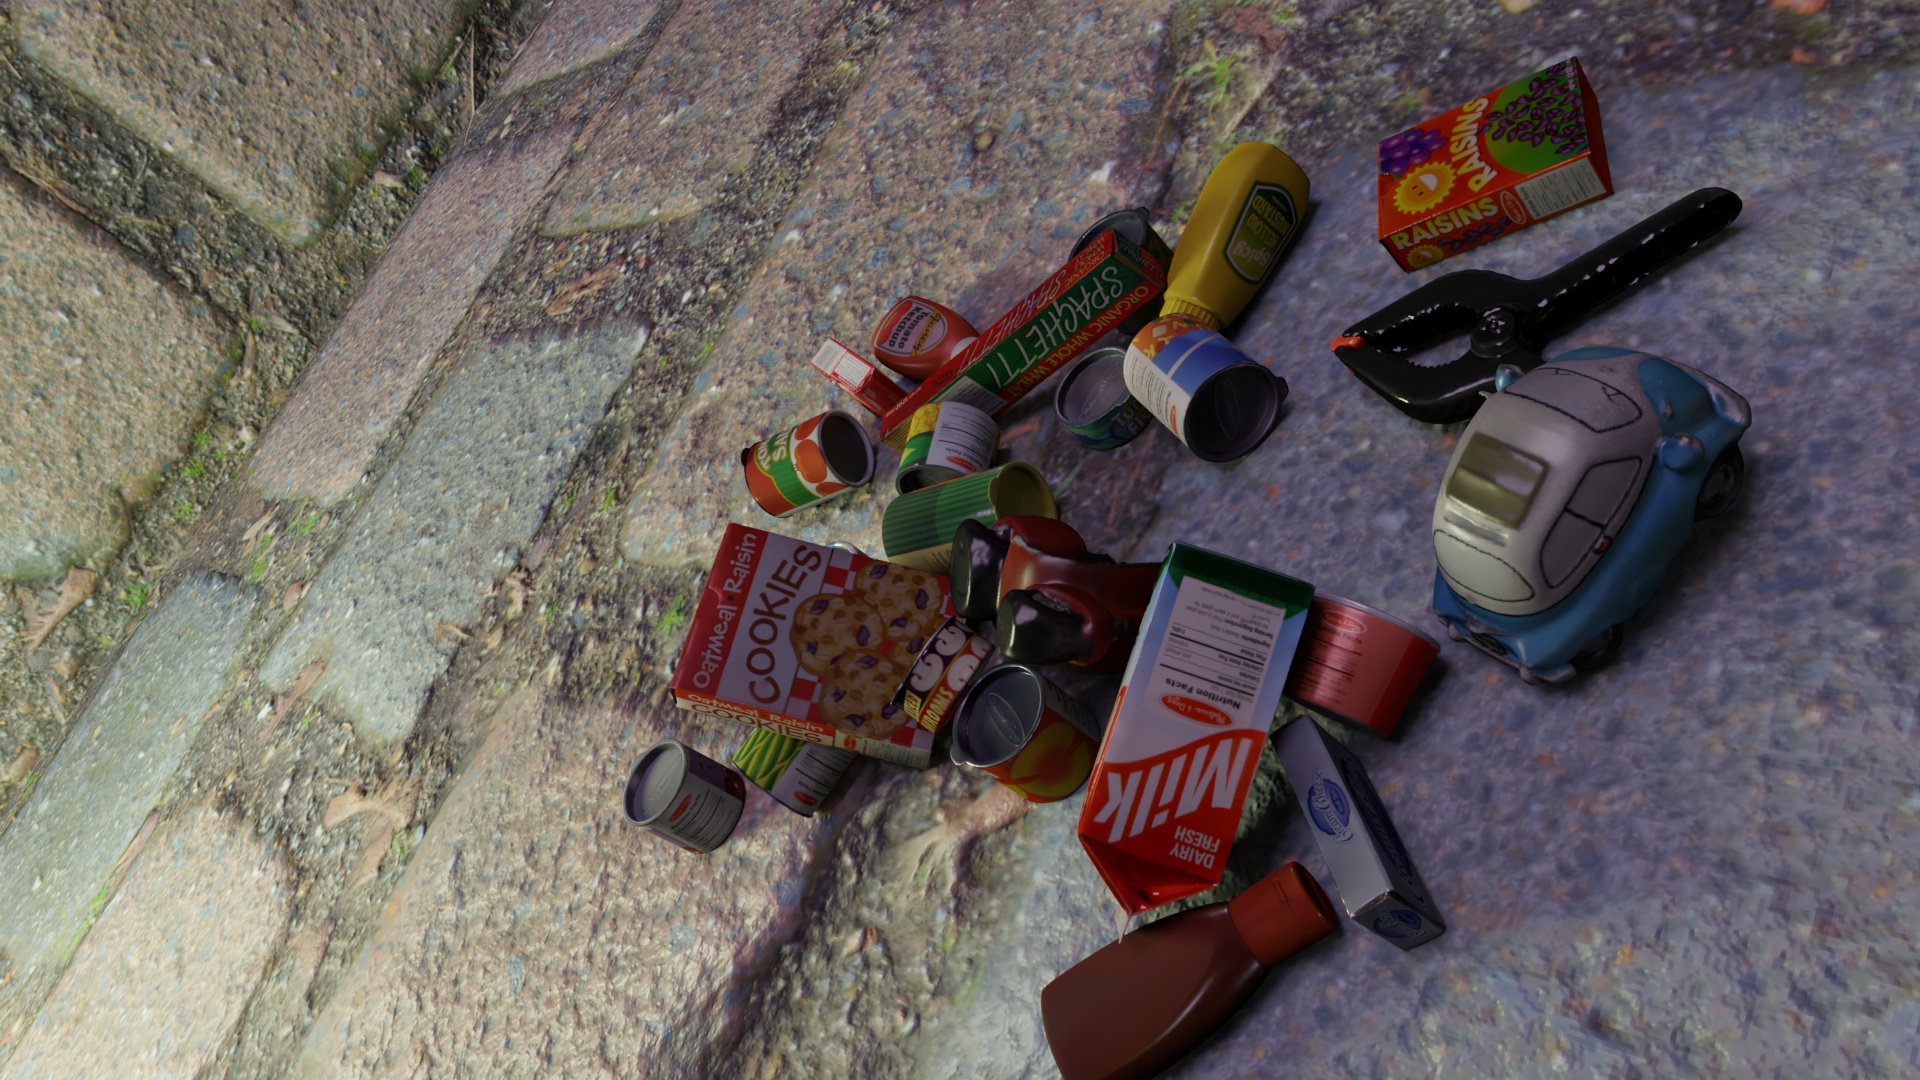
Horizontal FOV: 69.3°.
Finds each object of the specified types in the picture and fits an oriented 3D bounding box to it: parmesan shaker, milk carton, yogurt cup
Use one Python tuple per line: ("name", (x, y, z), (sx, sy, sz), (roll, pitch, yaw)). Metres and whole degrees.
("parmesan shaker", (0.003, -0.012, 0.935), (0.103, 0.071, 0.071), (-14, 51, 39))
("milk carton", (0.108, 0.102, 0.690), (0.073, 0.072, 0.190), (18, 86, 7))
("yogurt cup", (0.194, 0.062, 0.685), (0.072, 0.072, 0.054), (19, 83, 51))

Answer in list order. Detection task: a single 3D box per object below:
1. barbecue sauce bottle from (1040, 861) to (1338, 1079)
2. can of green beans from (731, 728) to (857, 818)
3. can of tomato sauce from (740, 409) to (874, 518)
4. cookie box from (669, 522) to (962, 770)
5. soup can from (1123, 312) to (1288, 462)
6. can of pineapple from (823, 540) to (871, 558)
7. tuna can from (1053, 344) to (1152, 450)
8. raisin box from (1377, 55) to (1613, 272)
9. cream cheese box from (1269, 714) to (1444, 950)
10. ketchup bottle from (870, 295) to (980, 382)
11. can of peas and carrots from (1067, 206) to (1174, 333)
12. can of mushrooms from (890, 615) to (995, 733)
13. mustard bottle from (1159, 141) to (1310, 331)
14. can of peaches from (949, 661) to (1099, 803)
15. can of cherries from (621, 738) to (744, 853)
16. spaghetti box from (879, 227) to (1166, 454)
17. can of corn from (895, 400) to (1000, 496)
("barbecue sauce bottle", (0.109, 0.208, 0.666), (0.148, 0.043, 0.065), (-38, 39, 16))
("can of green beans", (-0.109, 0.142, 0.926), (0.058, 0.071, 0.071), (-54, 37, -5))
("can of tomato sauce", (-0.121, -0.062, 1.107), (0.083, 0.071, 0.071), (-20, 47, 34))
("cookie box", (-0.088, 0.066, 0.900), (0.040, 0.167, 0.123), (106, 179, -61))
("soup can", (0.151, -0.097, 0.862), (0.071, 0.071, 0.084), (-45, 37, 8))
("can of pineapple", (-0.080, 0.043, 0.986), (0.071, 0.057, 0.071), (-27, 44, 29))
("tuna can", (0.100, -0.096, 0.938), (0.071, 0.032, 0.071), (-27, 43, 29))
("raisin box", (0.311, -0.220, 0.820), (0.123, 0.040, 0.086), (-18, 49, 37))
("cream cheese box", (0.183, 0.134, 0.644), (0.024, 0.053, 0.104), (-38, 39, 20))
("ketchup bottle", (-0.012, -0.149, 1.090), (0.065, 0.043, 0.149), (-54, 38, -4))
("can of peas and carrots", (0.119, -0.190, 0.975), (0.071, 0.058, 0.071), (-26, 43, 28))
("can of mushrooms", (-0.011, 0.083, 0.842), (0.071, 0.033, 0.071), (-54, -8, -11))
("mustard bottle", (0.172, -0.181, 0.915), (0.049, 0.065, 0.160), (23, 84, 57))
("can of peaches", (0.037, 0.114, 0.807), (0.071, 0.058, 0.071), (-26, 44, 29))
("can of cherries", (-0.198, 0.181, 0.992), (0.071, 0.058, 0.072), (-27, 44, 30))
("spaghetti box", (0.038, -0.129, 0.976), (0.249, 0.050, 0.029), (-35, 39, 38))
("can of corn", (-0.010, -0.057, 0.992), (0.071, 0.071, 0.058), (-14, 50, 39))
